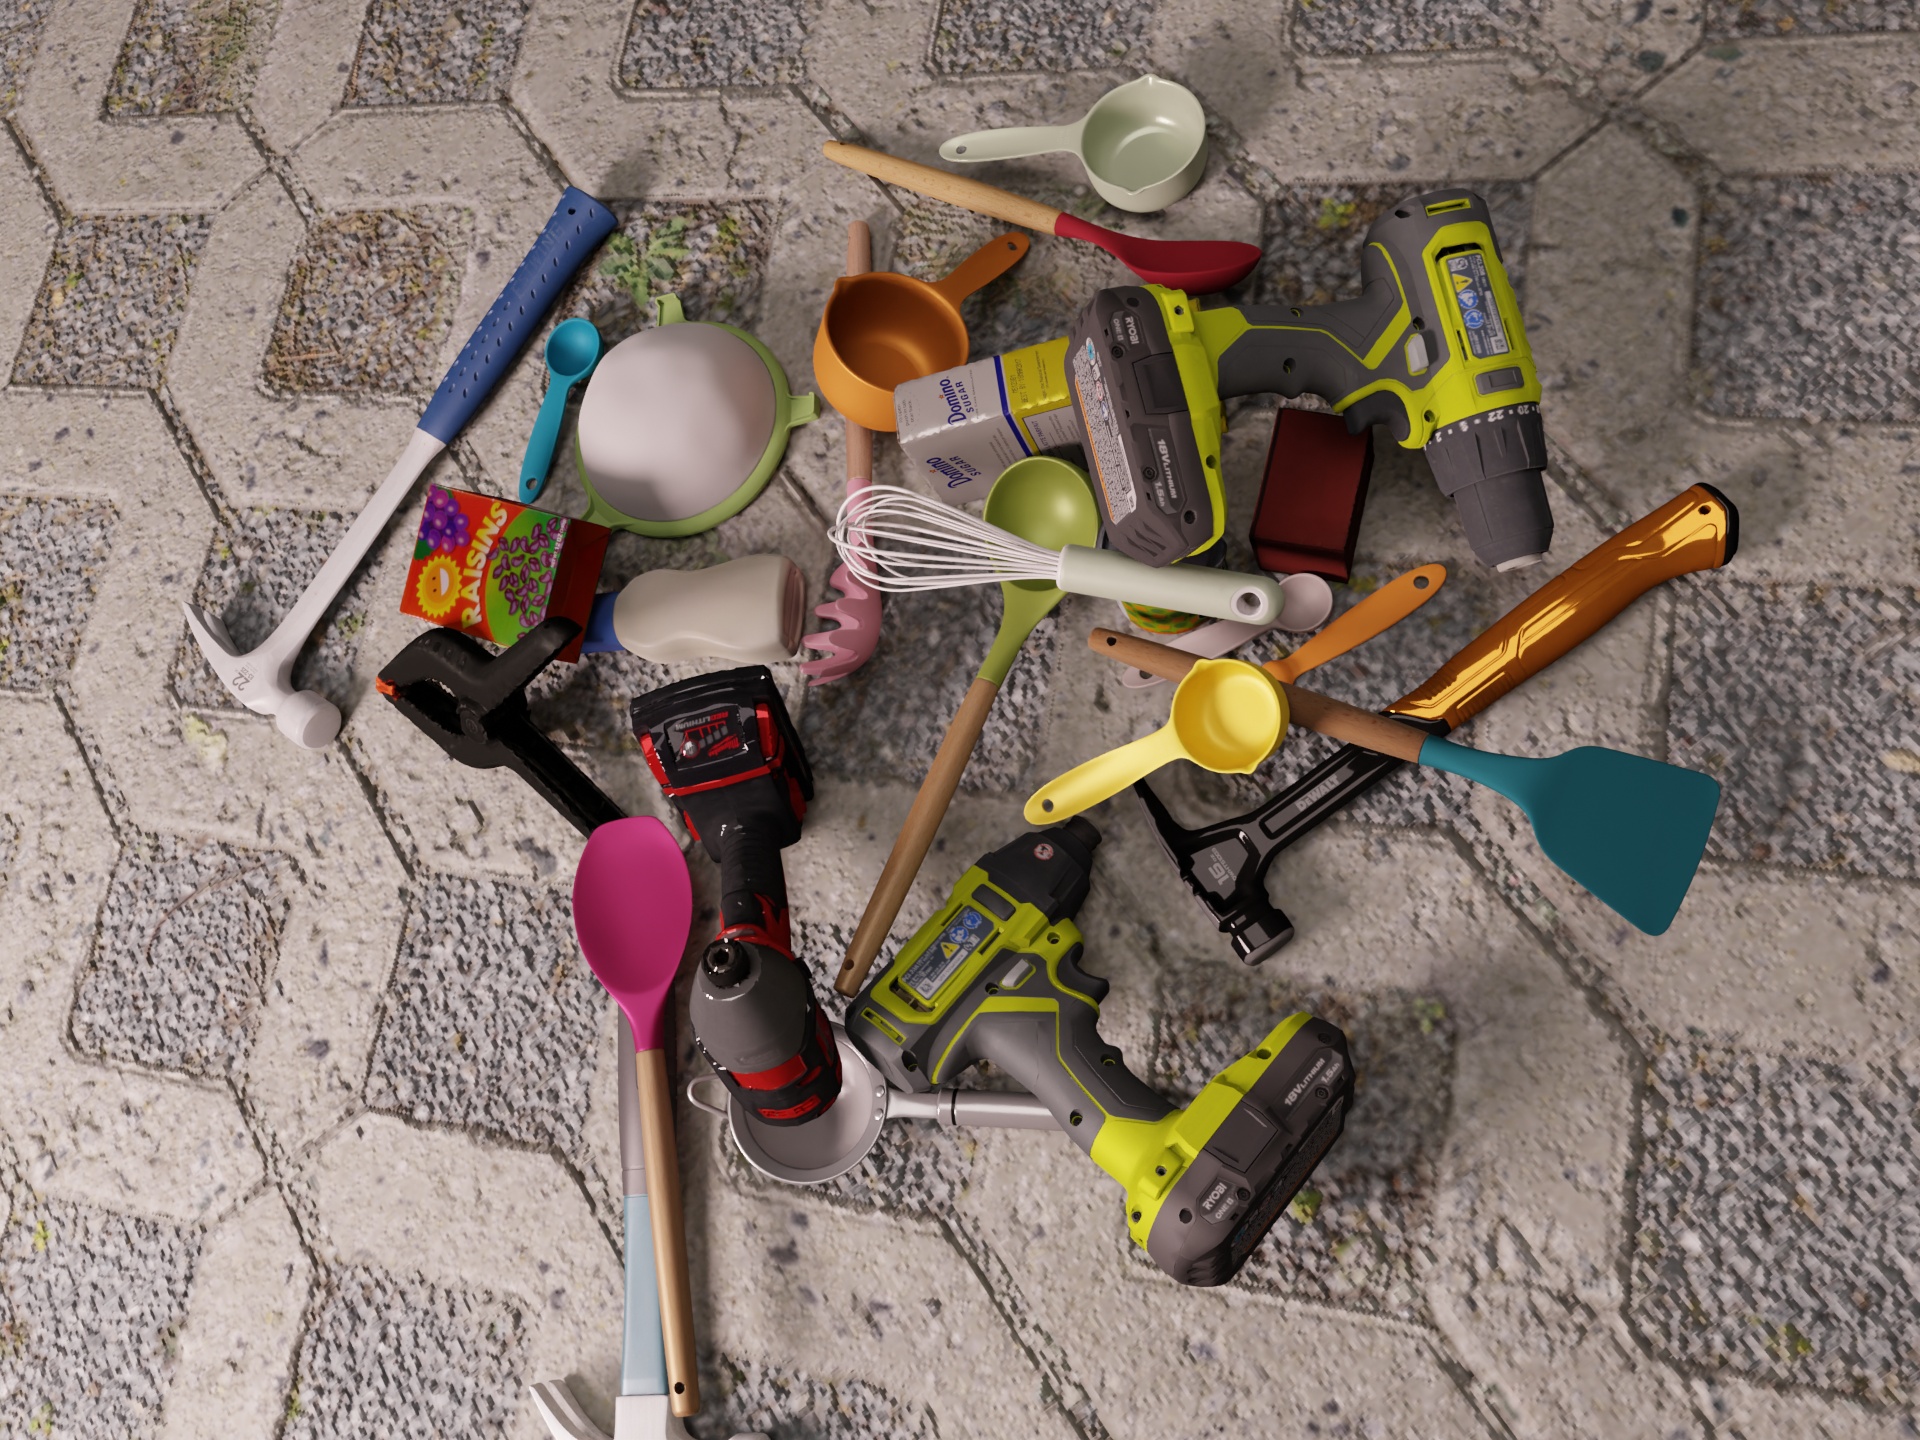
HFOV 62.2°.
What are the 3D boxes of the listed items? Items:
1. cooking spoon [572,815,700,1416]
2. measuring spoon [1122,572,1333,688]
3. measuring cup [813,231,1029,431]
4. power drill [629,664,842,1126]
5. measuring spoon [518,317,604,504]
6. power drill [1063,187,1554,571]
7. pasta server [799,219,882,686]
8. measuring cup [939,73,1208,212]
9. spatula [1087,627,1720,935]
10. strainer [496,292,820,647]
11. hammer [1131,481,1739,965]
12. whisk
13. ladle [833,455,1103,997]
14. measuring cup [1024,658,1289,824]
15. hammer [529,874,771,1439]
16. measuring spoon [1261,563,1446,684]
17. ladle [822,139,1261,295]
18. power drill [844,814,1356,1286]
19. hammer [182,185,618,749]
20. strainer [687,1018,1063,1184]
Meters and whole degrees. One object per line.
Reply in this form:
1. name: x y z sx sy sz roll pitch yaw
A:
1. cooking spoon: -0.166 0.205 0.860 0.069 0.017 0.319 -11 70 2
2. measuring spoon: 0.147 -0.044 0.878 0.124 0.018 0.034 -24 63 16
3. measuring cup: -0.018 -0.240 0.963 0.095 0.052 0.174 42 58 4
4. power drill: -0.113 0.086 0.824 0.078 0.143 0.220 -15 53 1
5. measuring spoon: -0.264 -0.202 1.051 0.042 0.021 0.128 16 89 22
6. power drill: 0.182 -0.152 0.795 0.228 0.080 0.190 -13 86 -10
7. pasta server: -0.069 -0.170 0.966 0.040 0.060 0.316 7 69 -23
8. measuring cup: 0.070 -0.347 0.977 0.167 0.038 0.083 3 75 20
9. spatula: 0.208 0.010 0.801 0.318 0.044 0.082 21 83 24
10. strainer: -0.220 -0.155 0.990 0.152 0.069 0.256 39 86 23
11. hammer: 0.249 -0.018 0.826 0.337 0.034 0.127 -36 68 4
12. whisk: 0.047 -0.082 0.835 0.246 0.059 0.057 11 112 13
13. ladle: -0.001 -0.003 0.858 0.078 0.062 0.320 12 67 34
14. measuring cup: 0.100 0.018 0.822 0.156 0.029 0.062 -29 80 30
15. hammer: -0.171 0.247 0.876 0.128 0.033 0.331 -8 72 13
16. measuring spoon: 0.211 -0.051 0.859 0.117 0.011 0.021 -33 68 5
17. ladle: 0.039 -0.313 0.978 0.316 0.031 0.069 26 42 26
18. power drill: 0.076 0.154 0.793 0.223 0.080 0.171 33 68 28
19. hammer: -0.364 -0.184 1.062 0.144 0.035 0.405 31 85 22
20. strainer: -0.014 0.205 0.838 0.258 0.050 0.087 0 70 11
